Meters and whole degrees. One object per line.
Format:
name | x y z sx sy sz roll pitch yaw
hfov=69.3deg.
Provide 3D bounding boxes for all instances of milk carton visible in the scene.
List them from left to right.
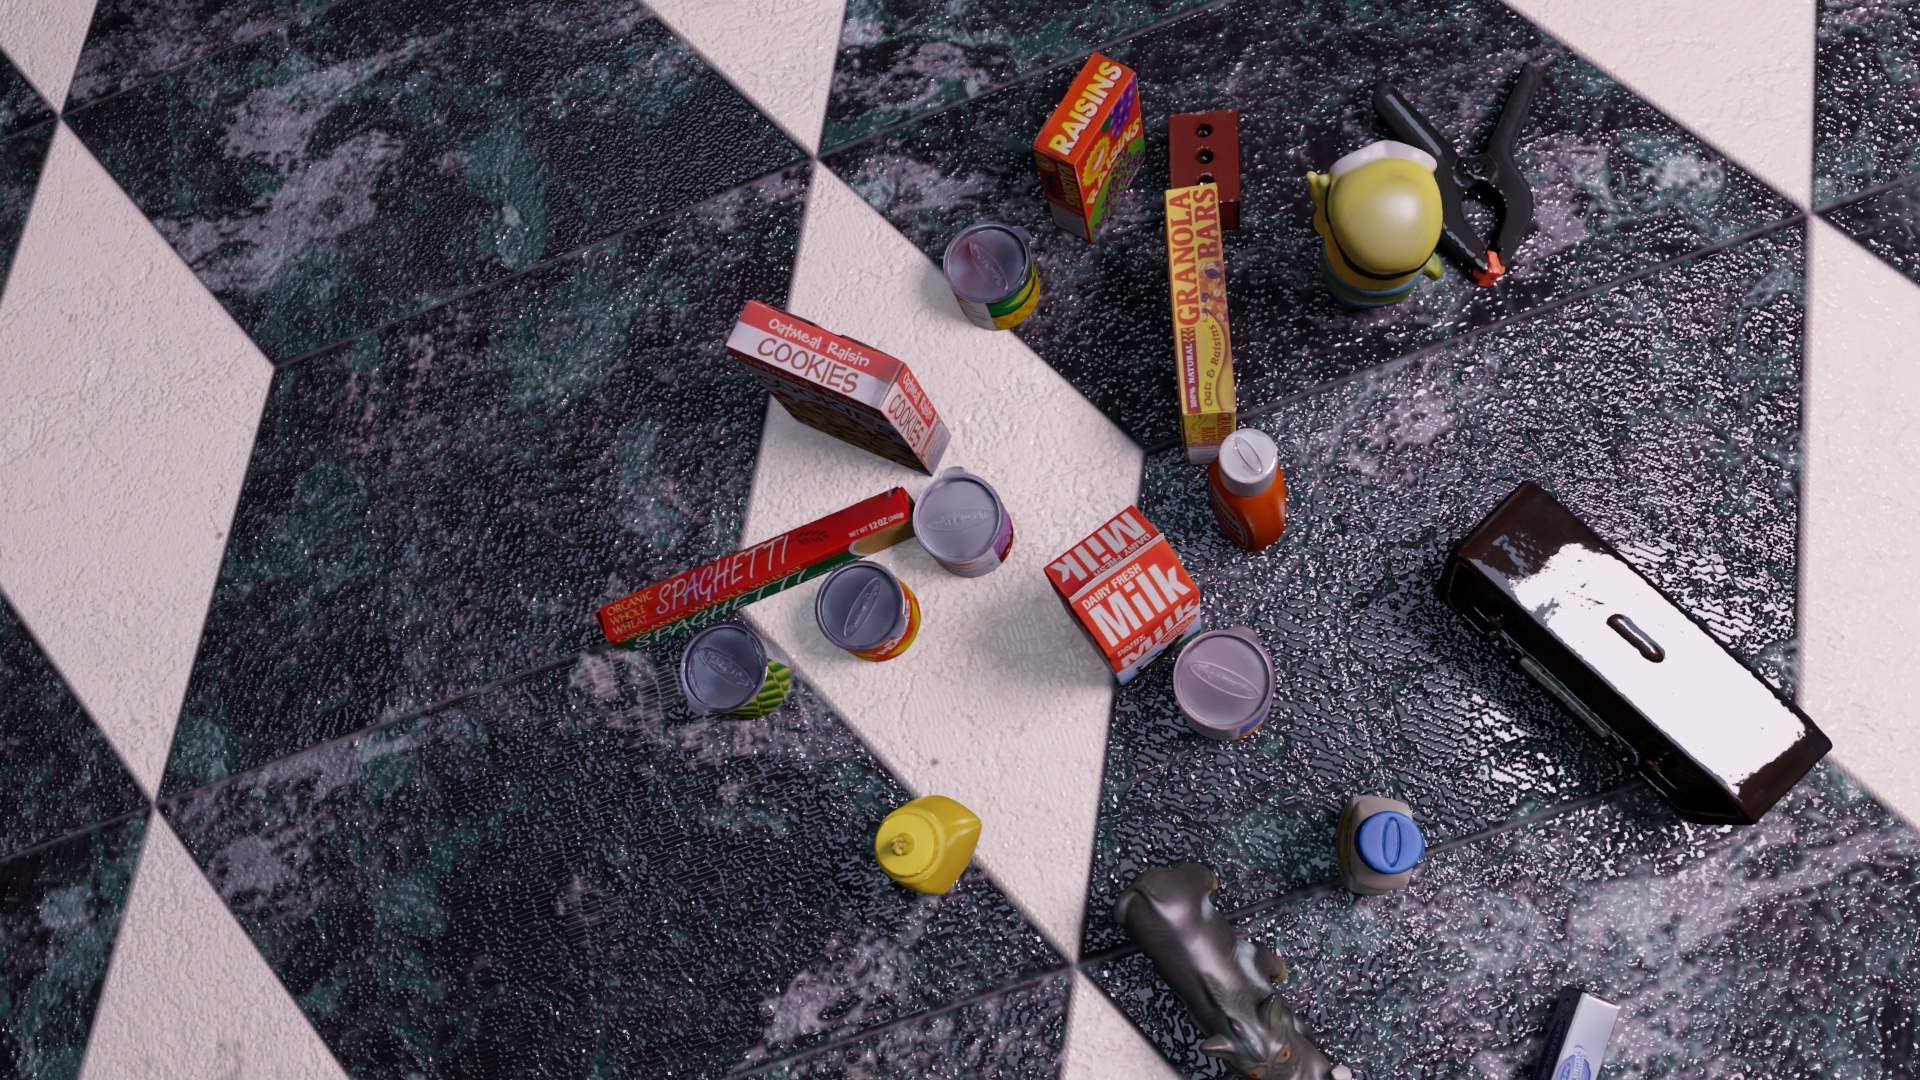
milk carton | 0.109 0.037 0.916 0.072 0.190 0.073 -36 73 1

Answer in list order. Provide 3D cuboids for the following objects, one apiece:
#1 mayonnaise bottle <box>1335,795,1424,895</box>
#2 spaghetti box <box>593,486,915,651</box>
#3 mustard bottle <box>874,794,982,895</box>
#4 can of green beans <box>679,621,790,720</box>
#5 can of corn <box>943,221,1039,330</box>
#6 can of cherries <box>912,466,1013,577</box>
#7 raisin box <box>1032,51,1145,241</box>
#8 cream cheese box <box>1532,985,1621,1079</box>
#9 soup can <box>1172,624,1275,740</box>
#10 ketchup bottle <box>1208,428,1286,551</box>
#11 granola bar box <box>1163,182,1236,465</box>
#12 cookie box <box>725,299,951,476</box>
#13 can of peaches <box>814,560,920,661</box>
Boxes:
mayonnaise bottle | 0.262 0.190 0.871 0.041 0.148 0.065 3 77 12
spaghetti box | -0.149 0.023 1.041 0.250 0.050 0.029 -22 74 5
mustard bottle | -0.025 0.200 0.915 0.049 0.160 0.065 27 83 16
can of green beans | -0.165 0.097 1.021 0.071 0.057 0.071 -2 76 10
can of corn | 0.027 -0.202 1.060 0.071 0.058 0.071 -2 76 10
can of cherries | 0.004 -0.013 1.017 0.071 0.058 0.071 -2 76 10
raisin box | 0.098 -0.290 1.035 0.040 0.123 0.086 31 84 16
cream cheese box | 0.376 0.331 0.863 0.024 0.053 0.104 21 81 15
soup can | 0.180 0.097 0.943 0.071 0.083 0.071 -2 76 10
ketchup bottle | 0.194 -0.038 0.940 0.043 0.148 0.065 -32 73 2
granola bar box | 0.170 -0.149 0.985 0.039 0.124 0.166 -5 76 10
cookie box | -0.082 -0.107 0.999 0.123 0.167 0.040 23 82 15
can of peaches | -0.064 0.054 1.013 0.071 0.058 0.071 -2 76 10
